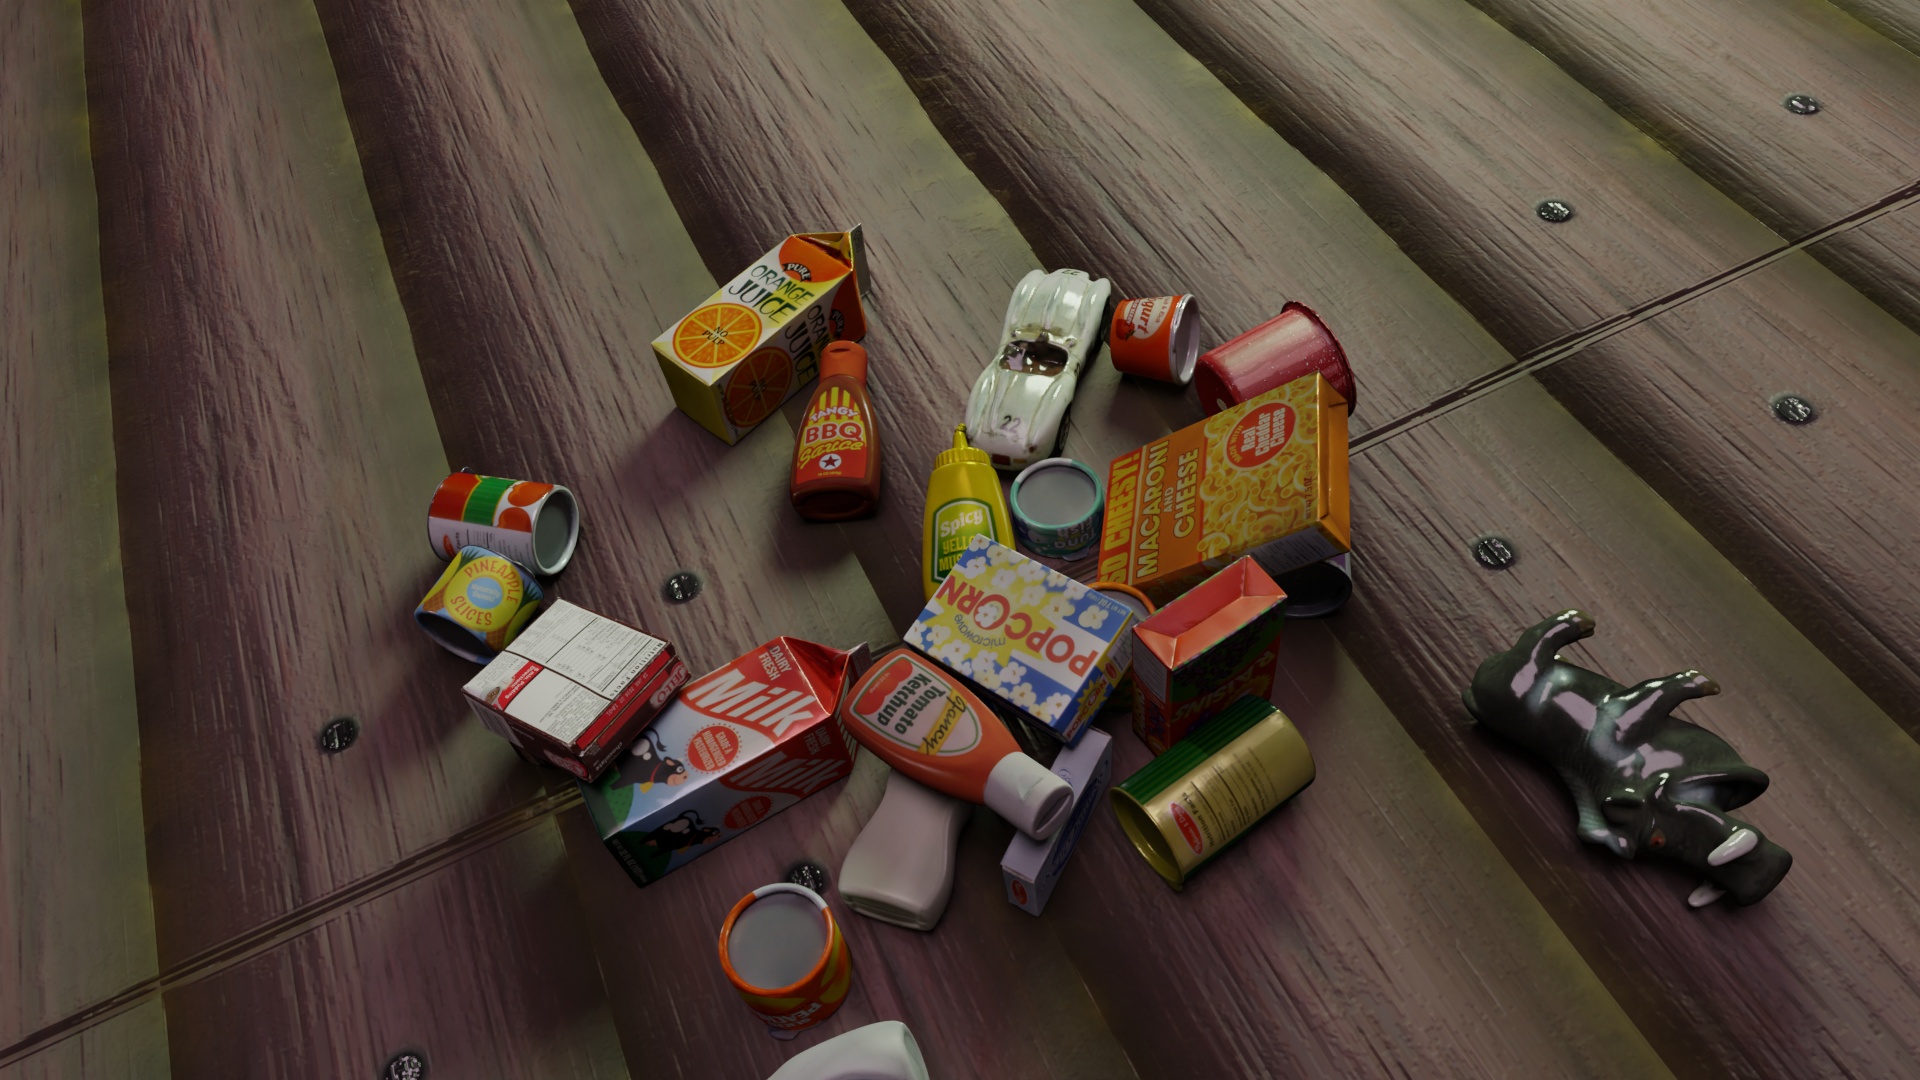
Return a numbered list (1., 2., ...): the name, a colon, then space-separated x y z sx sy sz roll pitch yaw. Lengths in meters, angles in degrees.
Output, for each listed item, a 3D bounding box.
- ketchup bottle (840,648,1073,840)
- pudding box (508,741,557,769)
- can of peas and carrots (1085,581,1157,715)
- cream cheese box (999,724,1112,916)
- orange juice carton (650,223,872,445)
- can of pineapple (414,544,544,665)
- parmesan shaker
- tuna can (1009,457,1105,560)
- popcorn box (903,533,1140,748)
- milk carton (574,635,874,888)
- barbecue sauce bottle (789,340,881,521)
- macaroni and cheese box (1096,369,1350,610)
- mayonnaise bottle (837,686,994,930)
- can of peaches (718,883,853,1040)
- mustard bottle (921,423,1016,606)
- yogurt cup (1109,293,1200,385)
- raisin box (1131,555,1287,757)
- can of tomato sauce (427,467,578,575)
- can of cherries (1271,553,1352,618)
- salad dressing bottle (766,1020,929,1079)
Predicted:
1. ketchup bottle: 0.000 0.121 0.808 0.149 0.043 0.065 29 65 36
2. pudding box: -0.265 0.102 0.914 0.030 0.049 0.084 15 56 17
3. can of peas and carrots: 0.096 0.067 0.883 0.071 0.058 0.071 -4 53 5
4. cream cheese box: 0.058 0.164 0.818 0.024 0.053 0.104 21 59 20
5. orange juice carton: -0.141 -0.170 1.090 0.073 0.071 0.193 34 64 28
6. can of pineapple: -0.330 0.044 0.955 0.071 0.070 0.058 15 58 19
7. parmesan shaker: 0.149 0.146 0.813 0.103 0.071 0.071 -32 55 -16
8. tuna can: 0.069 -0.022 0.971 0.071 0.032 0.071 -4 52 5
9. popcorn box: 0.039 0.059 0.842 0.127 0.038 0.085 27 76 36
10. milk carton: -0.136 0.127 0.862 0.191 0.072 0.074 -27 54 -13
11. barbecue sauce bottle: -0.090 -0.084 1.035 0.065 0.043 0.149 -4 52 6
12. macaroni and cheese box: 0.169 -0.024 0.900 0.166 0.040 0.124 -23 42 38
13. mayonnaise bottle: -0.019 0.158 0.842 0.065 0.041 0.149 10 53 20
14. can of peaches: -0.098 0.236 0.782 0.071 0.057 0.071 -4 52 5
15. mustard bottle: 0.003 -0.012 0.946 0.065 0.048 0.161 -8 65 4
16. yogurt cup: 0.146 -0.152 1.041 0.054 0.072 0.073 8 54 24
17. raisin box: 0.146 0.075 0.829 0.086 0.122 0.040 -31 57 -15
18. can of tomato sauce: -0.327 -0.014 1.001 0.083 0.070 0.071 7 54 13
19. can of cherries: 0.217 0.008 0.904 0.071 0.071 0.059 2 53 10
20. salad dressing bottle: -0.090 0.304 0.731 0.148 0.064 0.044 -24 34 0
